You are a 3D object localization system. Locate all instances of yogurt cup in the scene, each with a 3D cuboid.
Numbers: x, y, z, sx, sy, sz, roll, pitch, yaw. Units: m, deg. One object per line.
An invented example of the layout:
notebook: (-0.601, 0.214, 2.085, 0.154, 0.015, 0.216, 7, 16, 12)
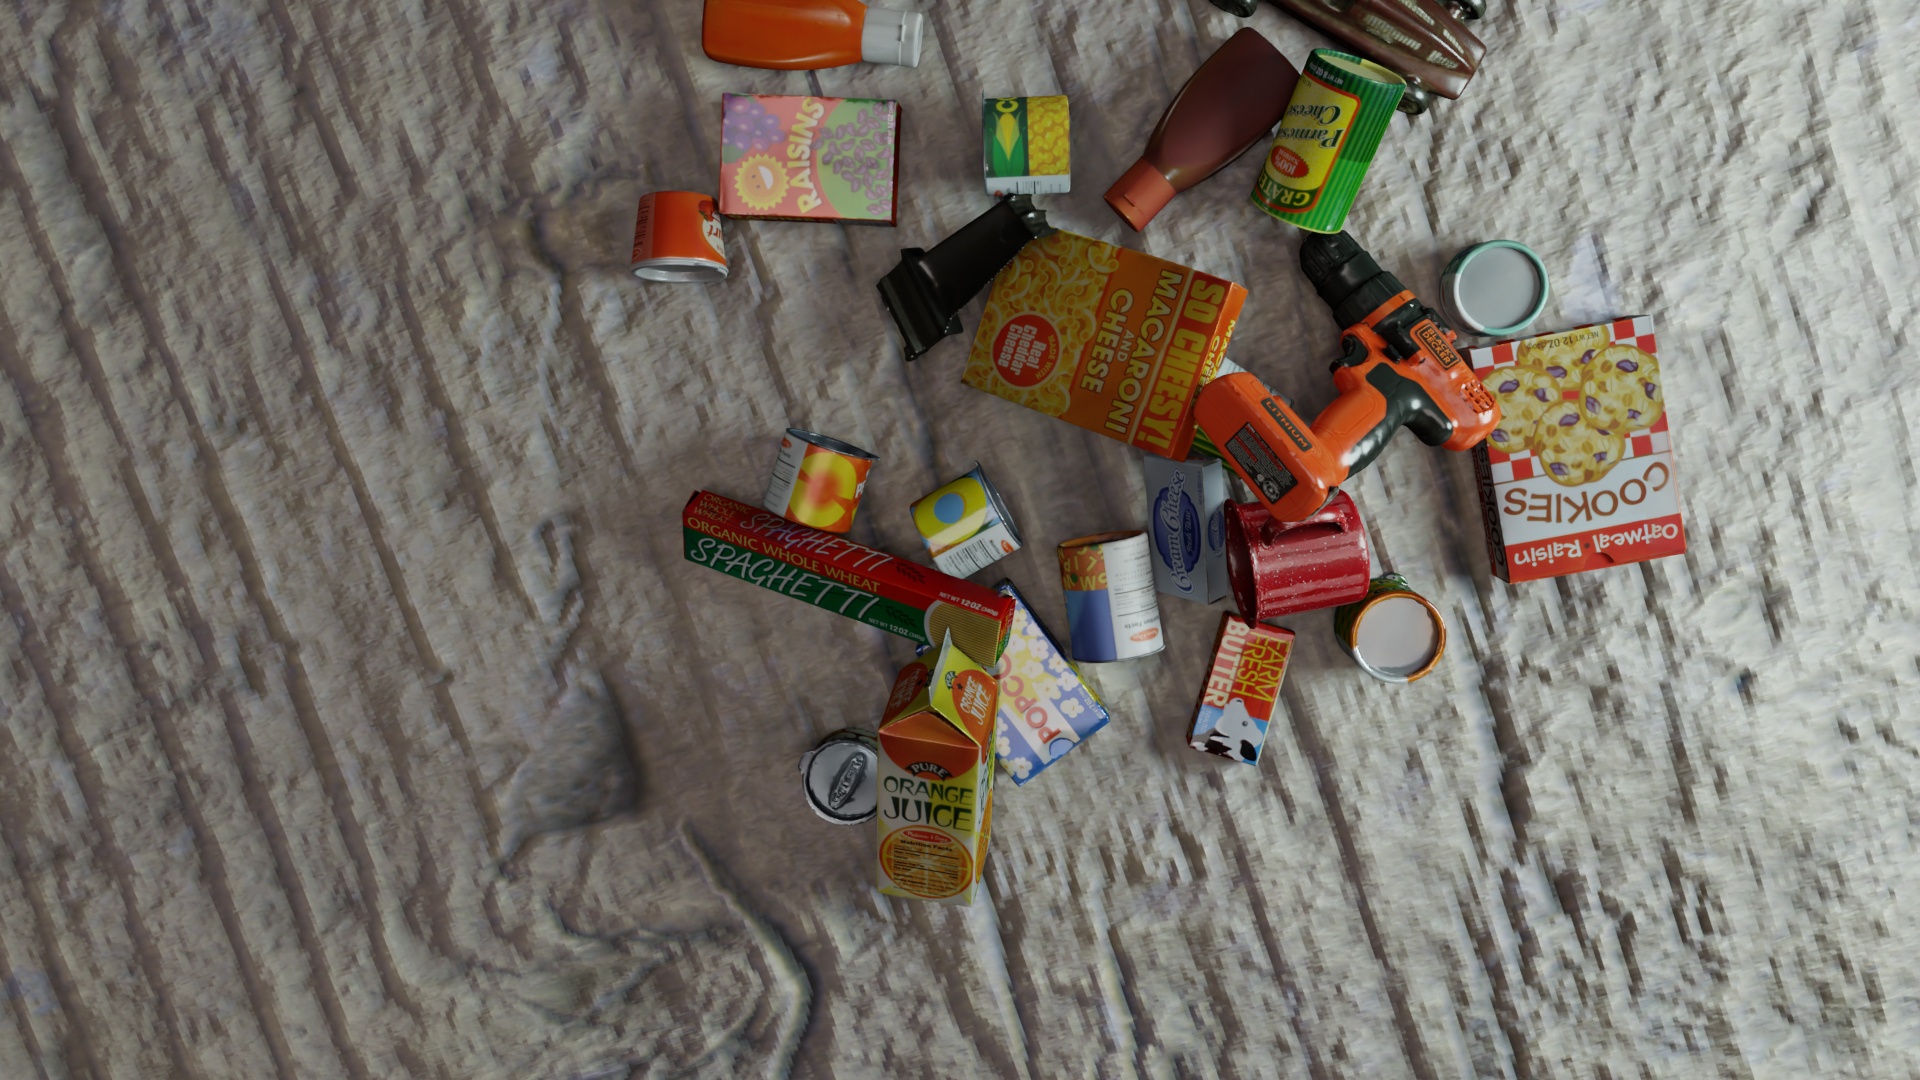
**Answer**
yogurt cup: (-0.199, -0.214, 0.980, 0.072, 0.072, 0.054, -1, 89, 4)

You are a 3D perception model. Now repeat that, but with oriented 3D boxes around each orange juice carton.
orange juice carton: (-0.016, 0.158, 0.970, 0.073, 0.072, 0.191, 7, 121, 9)

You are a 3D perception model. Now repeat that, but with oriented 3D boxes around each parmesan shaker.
parmesan shaker: (0.242, -0.267, 0.925, 0.071, 0.072, 0.102, 19, 122, 1)

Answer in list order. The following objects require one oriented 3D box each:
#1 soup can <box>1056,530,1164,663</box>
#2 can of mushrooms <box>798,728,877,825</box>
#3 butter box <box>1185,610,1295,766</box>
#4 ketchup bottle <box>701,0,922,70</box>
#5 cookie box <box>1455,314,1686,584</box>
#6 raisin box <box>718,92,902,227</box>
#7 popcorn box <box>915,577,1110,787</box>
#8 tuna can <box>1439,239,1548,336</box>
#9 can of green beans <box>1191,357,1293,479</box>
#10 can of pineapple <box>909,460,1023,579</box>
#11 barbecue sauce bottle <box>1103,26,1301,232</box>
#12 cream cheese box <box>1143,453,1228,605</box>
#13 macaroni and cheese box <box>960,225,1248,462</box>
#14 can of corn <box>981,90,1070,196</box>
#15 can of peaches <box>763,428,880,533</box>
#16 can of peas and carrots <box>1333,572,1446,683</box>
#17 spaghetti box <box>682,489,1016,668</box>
soup can: (0.104, 0.039, 0.989, 0.071, 0.071, 0.083, -9, 96, 5)
can of mushrooms: (-0.085, 0.174, 1.033, 0.071, 0.033, 0.071, 1, 98, 4)
butter box: (0.204, 0.107, 1.010, 0.053, 0.024, 0.103, 15, 98, 1)
ketchup bottle: (-0.102, -0.357, 0.965, 0.149, 0.043, 0.064, 9, 98, 3)
cookie box: (0.424, -0.063, 0.966, 0.123, 0.040, 0.167, -11, 96, 5)
raisin box: (-0.105, -0.268, 0.979, 0.123, 0.040, 0.086, 3, 98, 2)
popcorn box: (0.038, 0.102, 1.014, 0.085, 0.038, 0.126, -37, 93, 6)
tuna can: (0.371, -0.175, 0.960, 0.071, 0.033, 0.071, 1, 97, 4)
can of green beans: (0.189, -0.085, 0.967, 0.058, 0.071, 0.071, 32, 98, 0)
can of pineapple: (0.004, -0.012, 0.989, 0.058, 0.071, 0.071, -29, 94, 7)
barbecue sauce bottle: (0.163, -0.278, 0.957, 0.148, 0.044, 0.065, -45, 87, 8)
cream cheese box: (0.158, -0.010, 0.976, 0.053, 0.024, 0.103, 14, 117, 46)
macaroni and cheese box: (0.096, -0.138, 0.948, 0.166, 0.040, 0.123, 23, 99, 26)
can of corn: (0.045, -0.274, 0.954, 0.058, 0.071, 0.071, -2, 97, 3)
can of peaches: (-0.099, -0.042, 0.992, 0.071, 0.071, 0.058, 19, 98, 1)
can of peas and carrots: (0.304, 0.061, 0.980, 0.071, 0.059, 0.071, 0, 97, 3)
spaghetti box: (-0.084, 0.026, 0.985, 0.250, 0.029, 0.049, 18, 133, 13)
